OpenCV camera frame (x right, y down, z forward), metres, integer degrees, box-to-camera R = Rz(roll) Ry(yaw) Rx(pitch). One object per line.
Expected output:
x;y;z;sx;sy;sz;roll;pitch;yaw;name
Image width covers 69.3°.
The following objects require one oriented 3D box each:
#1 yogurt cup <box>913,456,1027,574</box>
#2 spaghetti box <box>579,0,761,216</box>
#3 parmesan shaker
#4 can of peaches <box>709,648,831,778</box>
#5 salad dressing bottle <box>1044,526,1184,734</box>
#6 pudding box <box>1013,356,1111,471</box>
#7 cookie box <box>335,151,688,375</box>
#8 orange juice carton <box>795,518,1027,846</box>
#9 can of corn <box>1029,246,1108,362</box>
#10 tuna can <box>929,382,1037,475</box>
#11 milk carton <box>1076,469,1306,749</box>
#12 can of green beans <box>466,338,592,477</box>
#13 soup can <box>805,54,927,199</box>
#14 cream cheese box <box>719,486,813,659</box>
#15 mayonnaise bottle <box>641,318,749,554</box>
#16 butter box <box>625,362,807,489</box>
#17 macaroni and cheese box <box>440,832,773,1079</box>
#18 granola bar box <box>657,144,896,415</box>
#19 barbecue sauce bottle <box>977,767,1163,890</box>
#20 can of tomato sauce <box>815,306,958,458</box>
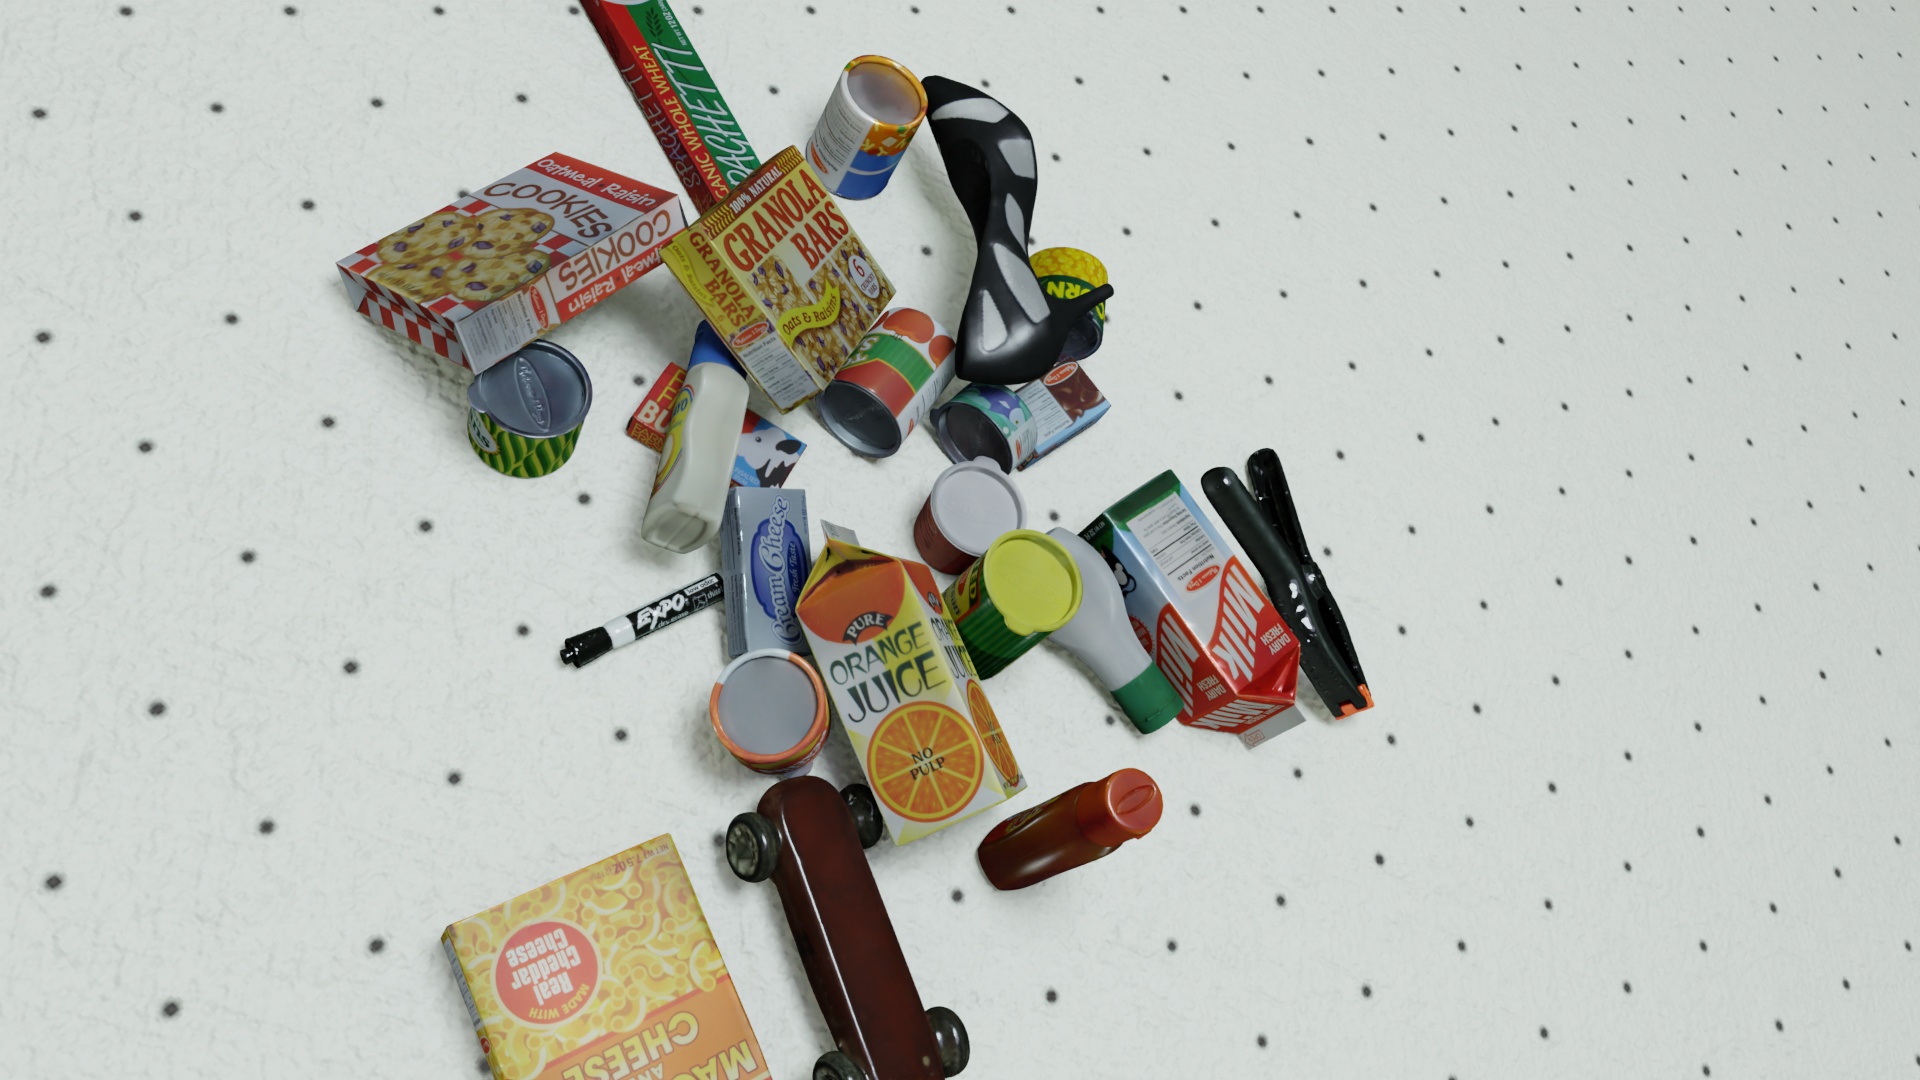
0.003;-0.012;0.921;0.072;0.053;0.072;10;63;-20;yogurt cup
-0.201;-0.317;0.984;0.050;0.028;0.250;-24;78;-32;spaghetti box
0.024;0.045;0.875;0.071;0.102;0.071;10;63;-21;parmesan shaker
-0.108;0.101;0.803;0.071;0.058;0.071;1;73;-2;can of peaches
0.092;0.061;0.929;0.147;0.064;0.044;54;13;-2;salad dressing bottle
0.063;-0.092;1.001;0.084;0.030;0.049;-35;83;-33;pudding box
-0.268;-0.174;0.845;0.123;0.040;0.168;26;50;31;cookie box
-0.036;0.077;0.829;0.073;0.072;0.193;-26;81;10;orange juice carton
0.075;-0.175;1.021;0.071;0.071;0.058;18;60;-17;can of corn
0.016;-0.076;0.952;0.071;0.070;0.033;46;56;1;tuna can
0.160;0.055;0.953;0.074;0.072;0.190;-31;81;-32;milk carton
-0.258;-0.078;0.829;0.071;0.057;0.071;10;63;-21;can of green beans
-0.066;-0.299;1.006;0.071;0.083;0.071;10;63;-21;soup can
-0.118;0.020;0.849;0.053;0.024;0.104;1;80;-41;cream cheese box
-0.156;-0.068;0.841;0.041;0.064;0.149;22;56;-24;mayonnaise bottle
-0.156;-0.066;0.891;0.103;0.024;0.053;32;57;-9;butter box
-0.178;0.255;0.722;0.124;0.040;0.166;-19;75;-31;macaroni and cheese box
-0.112;-0.171;0.893;0.124;0.039;0.166;54;29;-18;granola bar box
0.066;0.168;0.811;0.065;0.148;0.044;-24;80;-31;barbecue sauce bottle
-0.049;-0.108;0.935;0.071;0.071;0.083;38;56;-5;can of tomato sauce
